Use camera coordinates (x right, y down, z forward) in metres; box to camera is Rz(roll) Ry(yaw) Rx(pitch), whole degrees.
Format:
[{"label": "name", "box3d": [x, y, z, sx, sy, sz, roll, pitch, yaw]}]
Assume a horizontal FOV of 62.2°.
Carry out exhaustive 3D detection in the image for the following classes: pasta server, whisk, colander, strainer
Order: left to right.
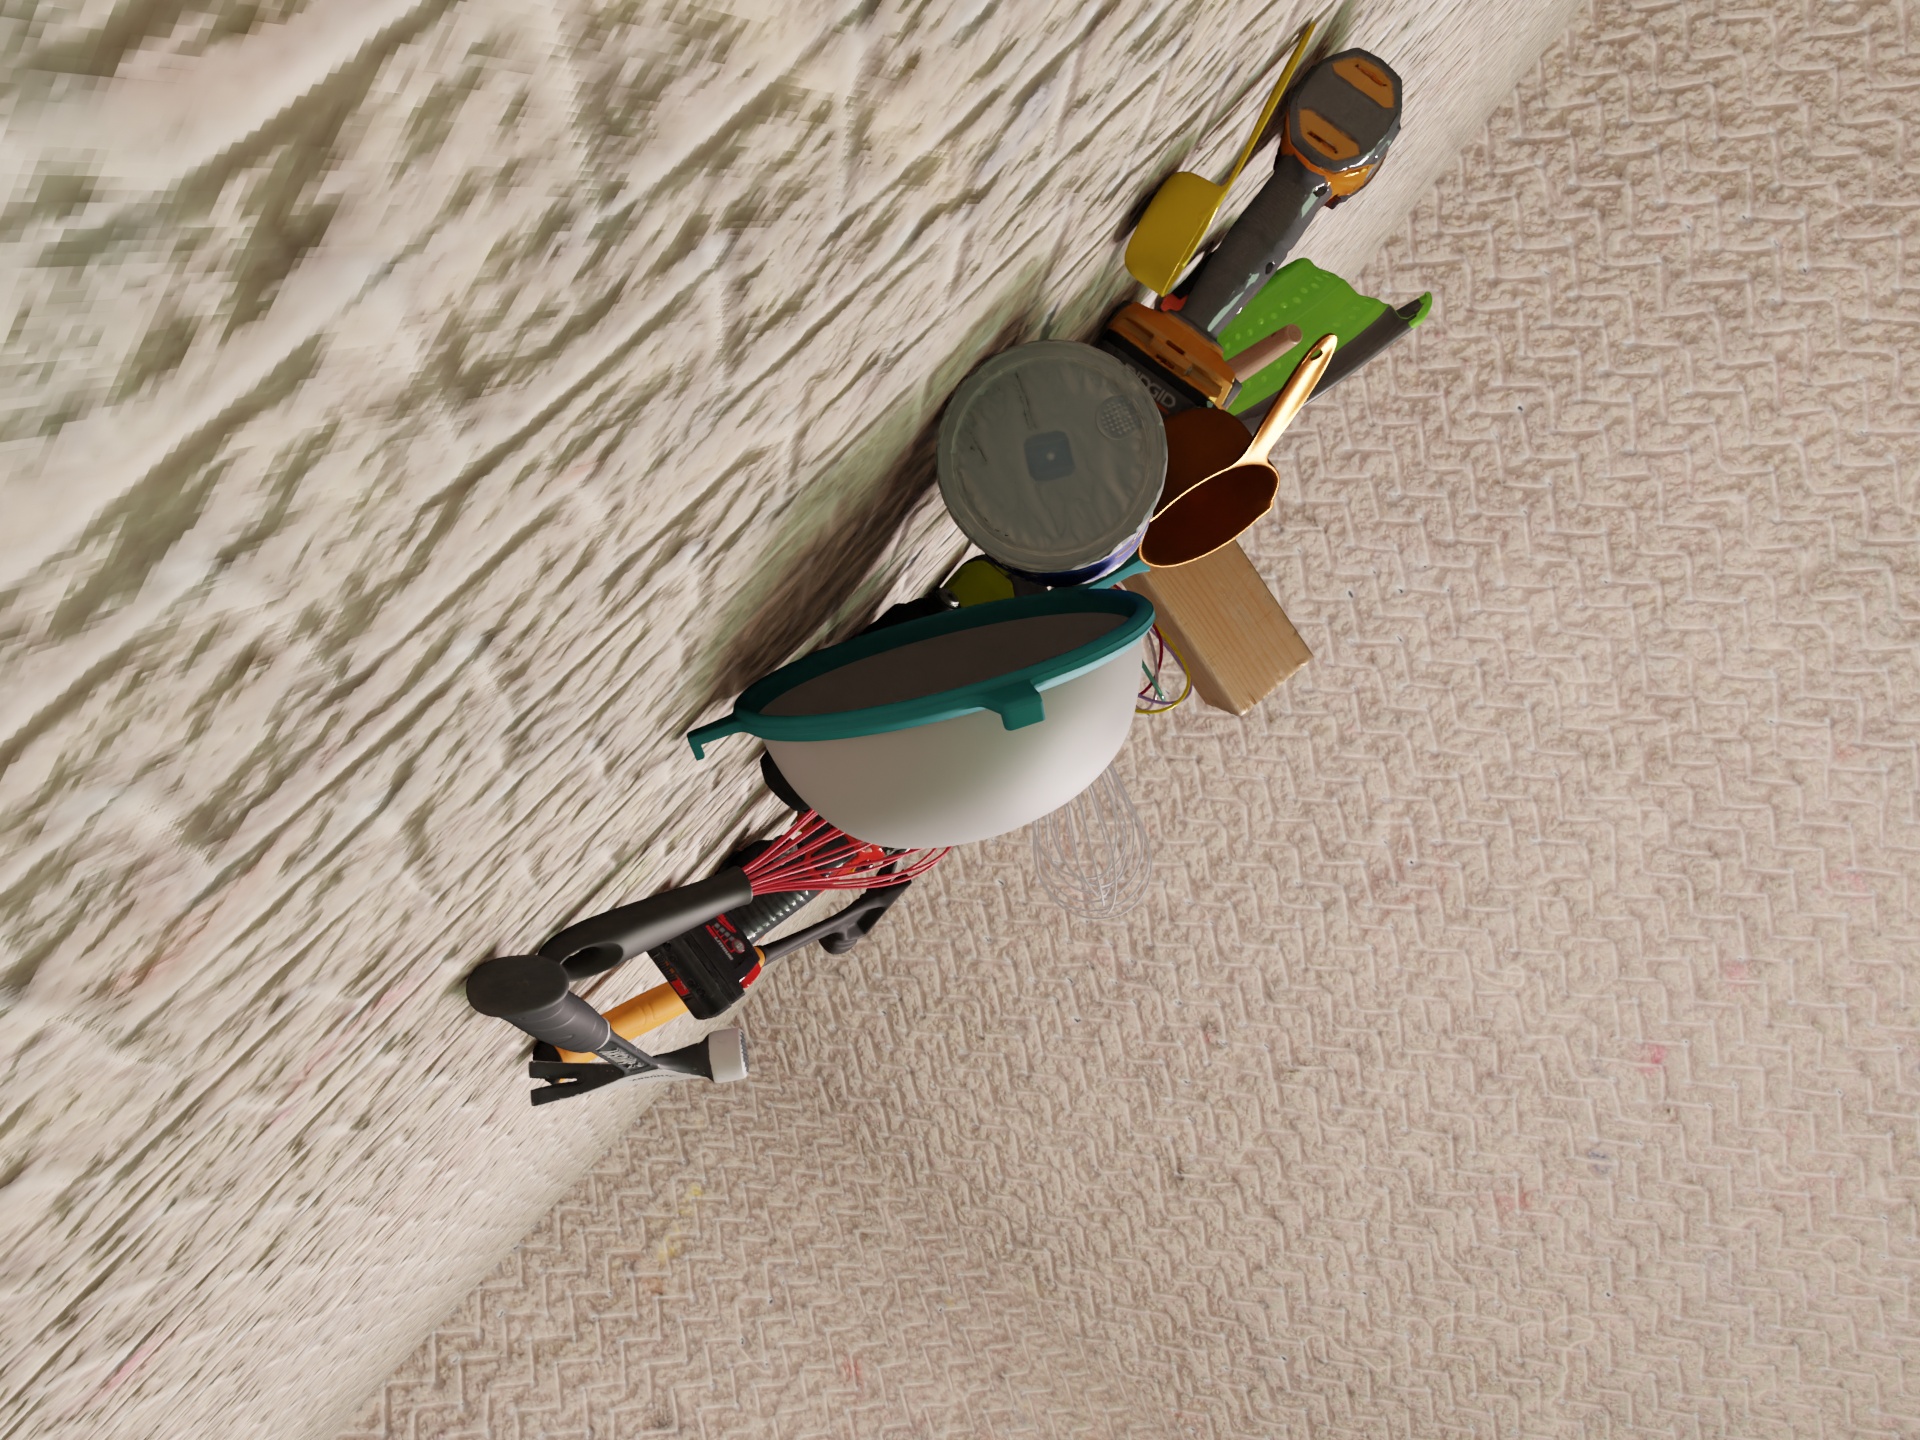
[{"label": "whisk", "box3d": [-0.112, 0.090, 0.934, 0.296, 0.073, 0.073, -21, 160, -35]}, {"label": "strainer", "box3d": [0.032, -0.012, 0.838, 0.211, 0.095, 0.340, -6, -166, 32]}, {"label": "whisk", "box3d": [0.057, -0.020, 0.953, 0.070, 0.285, 0.070, -11, 164, -3]}, {"label": "whisk", "box3d": [0.081, -0.086, 1.007, 0.047, 0.051, 0.245, -39, -137, 15]}, {"label": "pasta server", "box3d": [0.145, -0.207, 1.119, 0.060, 0.040, 0.316, -62, -163, -22]}, {"label": "colander", "box3d": [0.199, -0.276, 1.346, 0.397, 0.094, 0.204, -30, -169, 29]}]

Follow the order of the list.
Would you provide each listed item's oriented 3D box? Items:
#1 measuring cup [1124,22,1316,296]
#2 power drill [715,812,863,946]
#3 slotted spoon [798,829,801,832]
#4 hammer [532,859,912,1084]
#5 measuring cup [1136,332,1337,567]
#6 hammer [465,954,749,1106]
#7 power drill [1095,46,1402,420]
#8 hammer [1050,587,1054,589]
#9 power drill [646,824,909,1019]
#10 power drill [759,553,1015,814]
[{"label": "measuring cup", "box3d": [0.125, -0.277, 0.768, 0.156, 0.029, 0.062, -60, 178, -7]}, {"label": "power drill", "box3d": [-0.130, 0.108, 1.350, 0.226, 0.084, 0.164, -40, 171, -47]}, {"label": "slotted spoon", "box3d": [-0.074, 0.012, 1.454, 0.313, 0.031, 0.070, -53, 176, 40]}, {"label": "hammer", "box3d": [-0.180, 0.195, 1.234, 0.337, 0.034, 0.127, -22, 159, -45]}, {"label": "measuring cup", "box3d": [0.140, -0.155, 0.845, 0.095, 0.052, 0.173, -12, 150, -33]}, {"label": "hammer", "box3d": [-0.220, 0.186, 0.936, 0.149, 0.036, 0.408, -9, 162, -4]}, {"label": "power drill", "box3d": [0.171, -0.273, 0.941, 0.226, 0.084, 0.185, -54, 178, 13]}, {"label": "hammer", "box3d": [0.057, -0.055, 1.328, 0.128, 0.033, 0.331, -56, -178, 37]}, {"label": "power drill", "box3d": [-0.111, 0.112, 1.129, 0.227, 0.080, 0.188, -37, 180, -19]}, {"label": "power drill", "box3d": [-0.027, -0.036, 1.061, 0.171, 0.080, 0.223, -49, 174, 25]}]
